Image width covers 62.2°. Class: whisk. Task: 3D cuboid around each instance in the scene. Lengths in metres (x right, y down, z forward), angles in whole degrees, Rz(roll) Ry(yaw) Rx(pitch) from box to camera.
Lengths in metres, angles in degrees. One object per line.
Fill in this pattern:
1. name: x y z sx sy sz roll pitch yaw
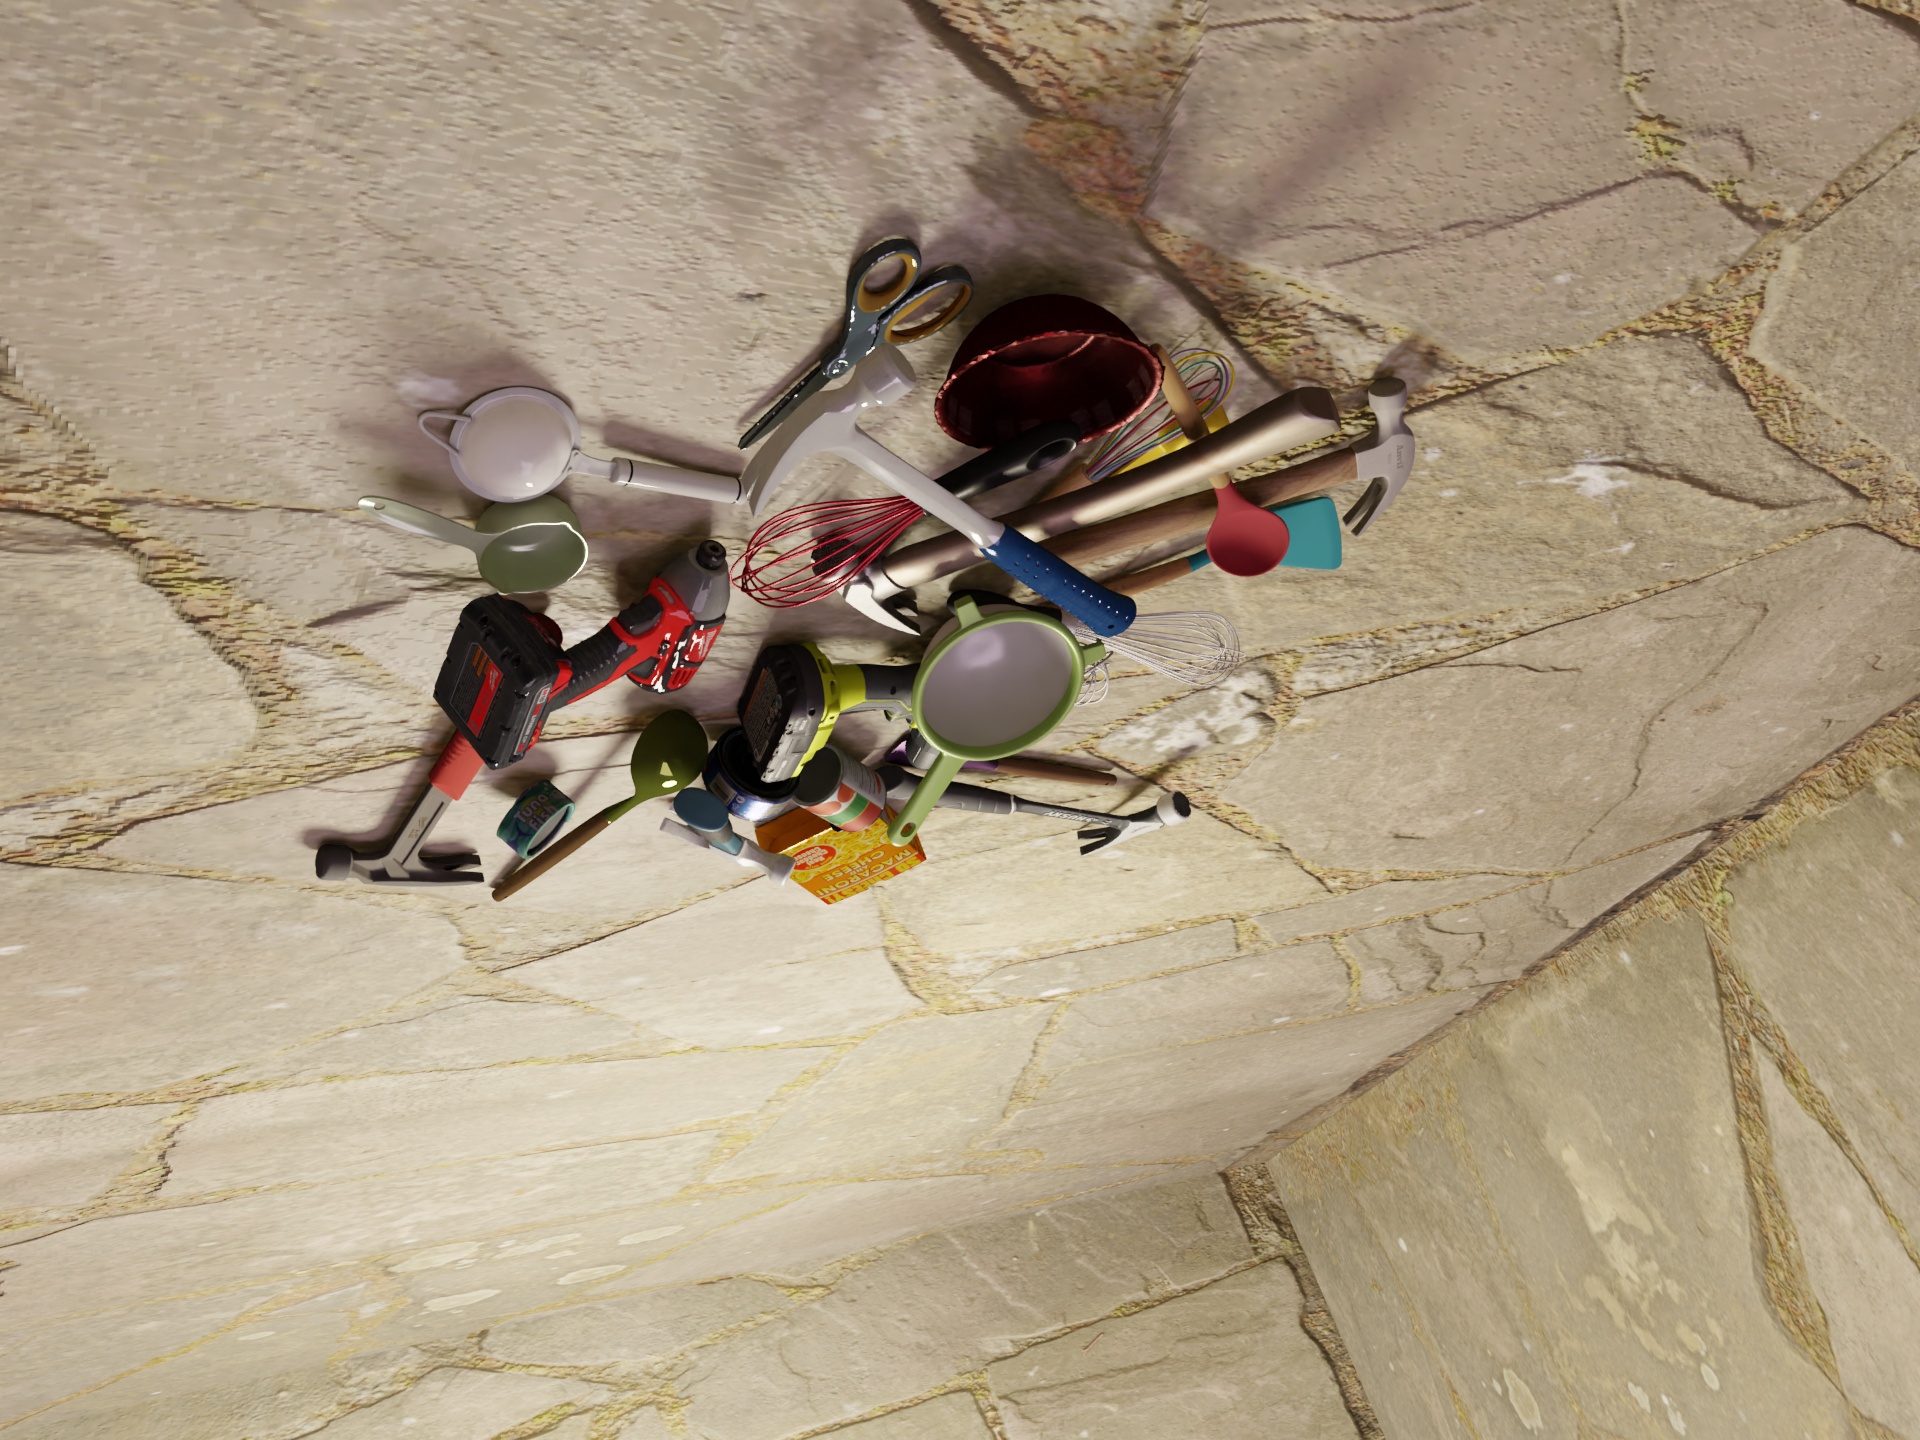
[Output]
1. whisk: 0.121 -0.206 1.261 0.047 0.051 0.245 6 144 -48
2. whisk: 0.122 -0.080 1.411 0.284 0.070 0.070 10 141 -17
3. whisk: -0.045 -0.154 1.176 0.296 0.073 0.073 -22 152 19
4. whisk: 0.065 -0.023 1.453 0.059 0.058 0.246 -36 -174 -30

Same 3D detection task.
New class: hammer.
1. hammer: 0.063 0.092 1.704 0.408 0.036 0.149 12 151 -41
2. hammer: 0.010 -0.135 1.150 0.144 0.035 0.405 -32 149 22
3. hammer: 0.225 -0.183 1.352 0.331 0.031 0.129 -17 129 1
4. hammer: 0.094 -0.160 1.227 0.410 0.038 0.146 -18 155 24
5. hammer: -0.406 0.036 1.319 0.149 0.037 0.359 6 141 -39
6. hammer: -0.213 0.096 1.398 0.128 0.033 0.331 24 169 1

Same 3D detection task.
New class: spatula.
1. spatula: 0.184 -0.127 1.431 0.317 0.044 0.082 -20 132 0
2. spatula: 0.054 0.046 1.658 0.315 0.018 0.059 10 142 -42

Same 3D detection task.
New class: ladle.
1. ladle: 0.195 -0.198 1.235 0.069 0.031 0.315 -18 151 16
2. ladle: -0.341 0.086 1.452 0.320 0.062 0.078 -33 169 33

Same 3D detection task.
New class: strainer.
1. strainer: -0.238 -0.171 1.086 0.258 0.050 0.086 3 128 -43
2. strainer: -0.002 -0.004 1.353 0.151 0.069 0.256 15 121 -32

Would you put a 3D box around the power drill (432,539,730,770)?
1. power drill: -0.261 -0.058 1.161 0.219 0.079 0.143 -27 160 -46

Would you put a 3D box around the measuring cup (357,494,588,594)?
1. measuring cup: -0.333 -0.136 1.083 0.083 0.038 0.167 -39 144 29

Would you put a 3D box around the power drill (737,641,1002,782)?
1. power drill: -0.076 -0.008 1.426 0.228 0.080 0.190 -7 148 -29

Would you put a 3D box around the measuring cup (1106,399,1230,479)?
1. measuring cup: 0.154 -0.202 1.298 0.156 0.029 0.062 -36 148 21
